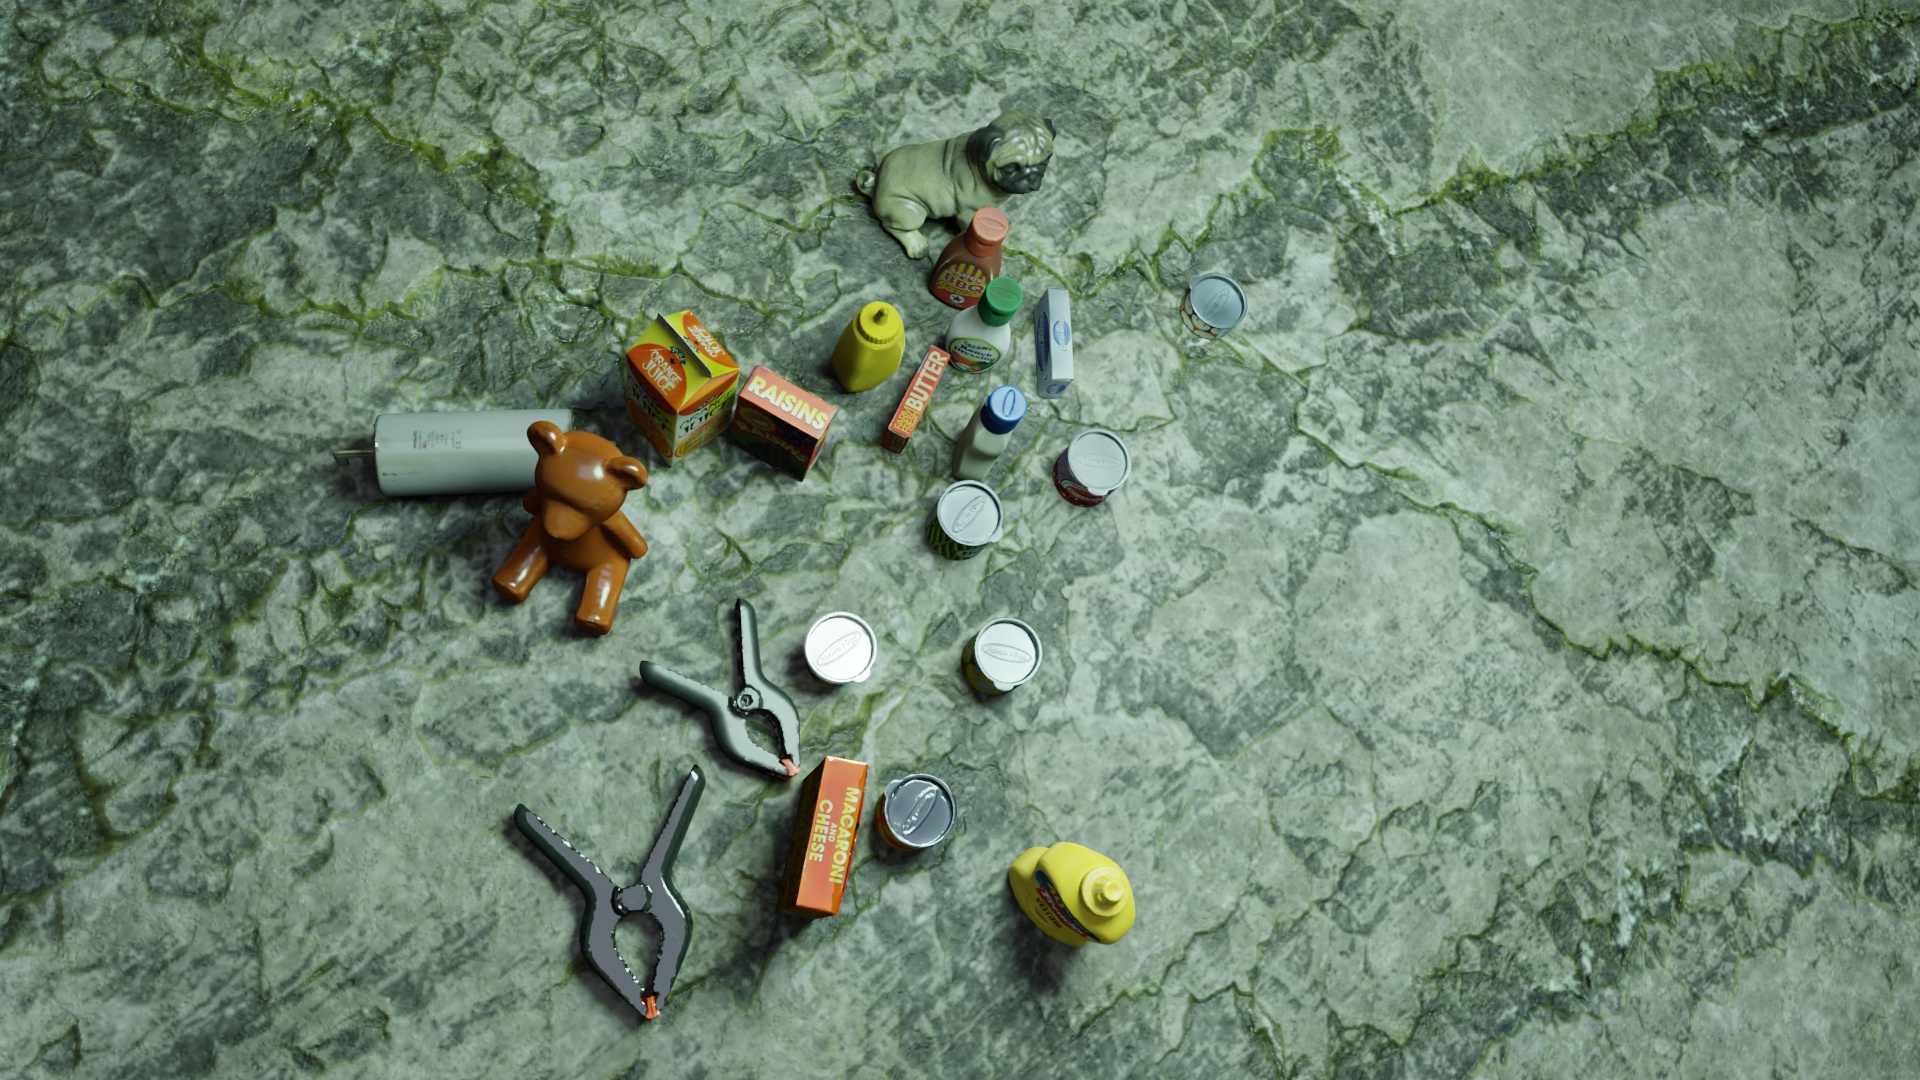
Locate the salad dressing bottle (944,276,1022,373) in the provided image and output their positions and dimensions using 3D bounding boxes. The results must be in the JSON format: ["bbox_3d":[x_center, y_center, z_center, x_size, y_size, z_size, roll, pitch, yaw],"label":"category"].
[{"bbox_3d":[0.025,-0.213,1.375,0.064,0.147,0.044,18,71,-8],"label":"salad dressing bottle"}]

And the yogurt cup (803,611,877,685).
[{"bbox_3d":[-0.115,0.104,1.295,0.072,0.053,0.072,4,73,-12],"label":"yogurt cup"}]

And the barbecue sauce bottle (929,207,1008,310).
[{"bbox_3d":[0.013,-0.283,1.393,0.065,0.148,0.044,20,71,-7],"label":"barbecue sauce bottle"}]

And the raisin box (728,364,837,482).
[{"bbox_3d":[-0.169,-0.109,1.310,0.086,0.123,0.040,30,70,-3],"label":"raisin box"}]

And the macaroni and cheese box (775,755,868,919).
[{"bbox_3d":[-0.119,0.257,1.187,0.040,0.166,0.124,14,71,-9],"label":"macaroni and cheese box"}]

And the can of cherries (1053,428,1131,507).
[{"bbox_3d":[0.131,-0.071,1.405,0.071,0.058,0.071,4,73,-12],"label":"can of cherries"}]

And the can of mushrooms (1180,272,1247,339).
[{"bbox_3d":[0.273,-0.256,1.509,0.071,0.033,0.071,4,73,-12],"label":"can of mushrooms"}]

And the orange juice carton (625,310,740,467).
[{"bbox_3d":[-0.254,-0.142,1.263,0.073,0.192,0.072,-39,86,-20],"label":"orange juice carton"}]

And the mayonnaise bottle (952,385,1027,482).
[{"bbox_3d":[0.028,-0.106,1.343,0.041,0.147,0.065,17,71,-8],"label":"mayonnaise bottle"}]

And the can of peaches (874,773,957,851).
[{"bbox_3d":[-0.043,0.247,1.266,0.071,0.058,0.071,4,73,-12],"label":"can of peaches"}]

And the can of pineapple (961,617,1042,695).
[{"bbox_3d":[0.038,0.113,1.327,0.071,0.057,0.071,4,73,-12],"label":"can of pineapple"}]

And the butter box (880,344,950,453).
[{"bbox_3d":[-0.045,-0.140,1.387,0.024,0.053,0.104,27,69,-5],"label":"butter box"}]

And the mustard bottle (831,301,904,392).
[{"bbox_3d":[-0.084,-0.192,1.336,0.065,0.159,0.049,-26,81,-19],"label":"mustard bottle"}]

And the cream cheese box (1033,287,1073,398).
[{"bbox_3d":[0.096,-0.204,1.440,0.024,0.053,0.104,2,73,-13],"label":"cream cheese box"}]

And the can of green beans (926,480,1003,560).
[{"bbox_3d":[0.003,-0.019,1.359,0.071,0.057,0.071,4,73,-12],"label":"can of green beans"}]
